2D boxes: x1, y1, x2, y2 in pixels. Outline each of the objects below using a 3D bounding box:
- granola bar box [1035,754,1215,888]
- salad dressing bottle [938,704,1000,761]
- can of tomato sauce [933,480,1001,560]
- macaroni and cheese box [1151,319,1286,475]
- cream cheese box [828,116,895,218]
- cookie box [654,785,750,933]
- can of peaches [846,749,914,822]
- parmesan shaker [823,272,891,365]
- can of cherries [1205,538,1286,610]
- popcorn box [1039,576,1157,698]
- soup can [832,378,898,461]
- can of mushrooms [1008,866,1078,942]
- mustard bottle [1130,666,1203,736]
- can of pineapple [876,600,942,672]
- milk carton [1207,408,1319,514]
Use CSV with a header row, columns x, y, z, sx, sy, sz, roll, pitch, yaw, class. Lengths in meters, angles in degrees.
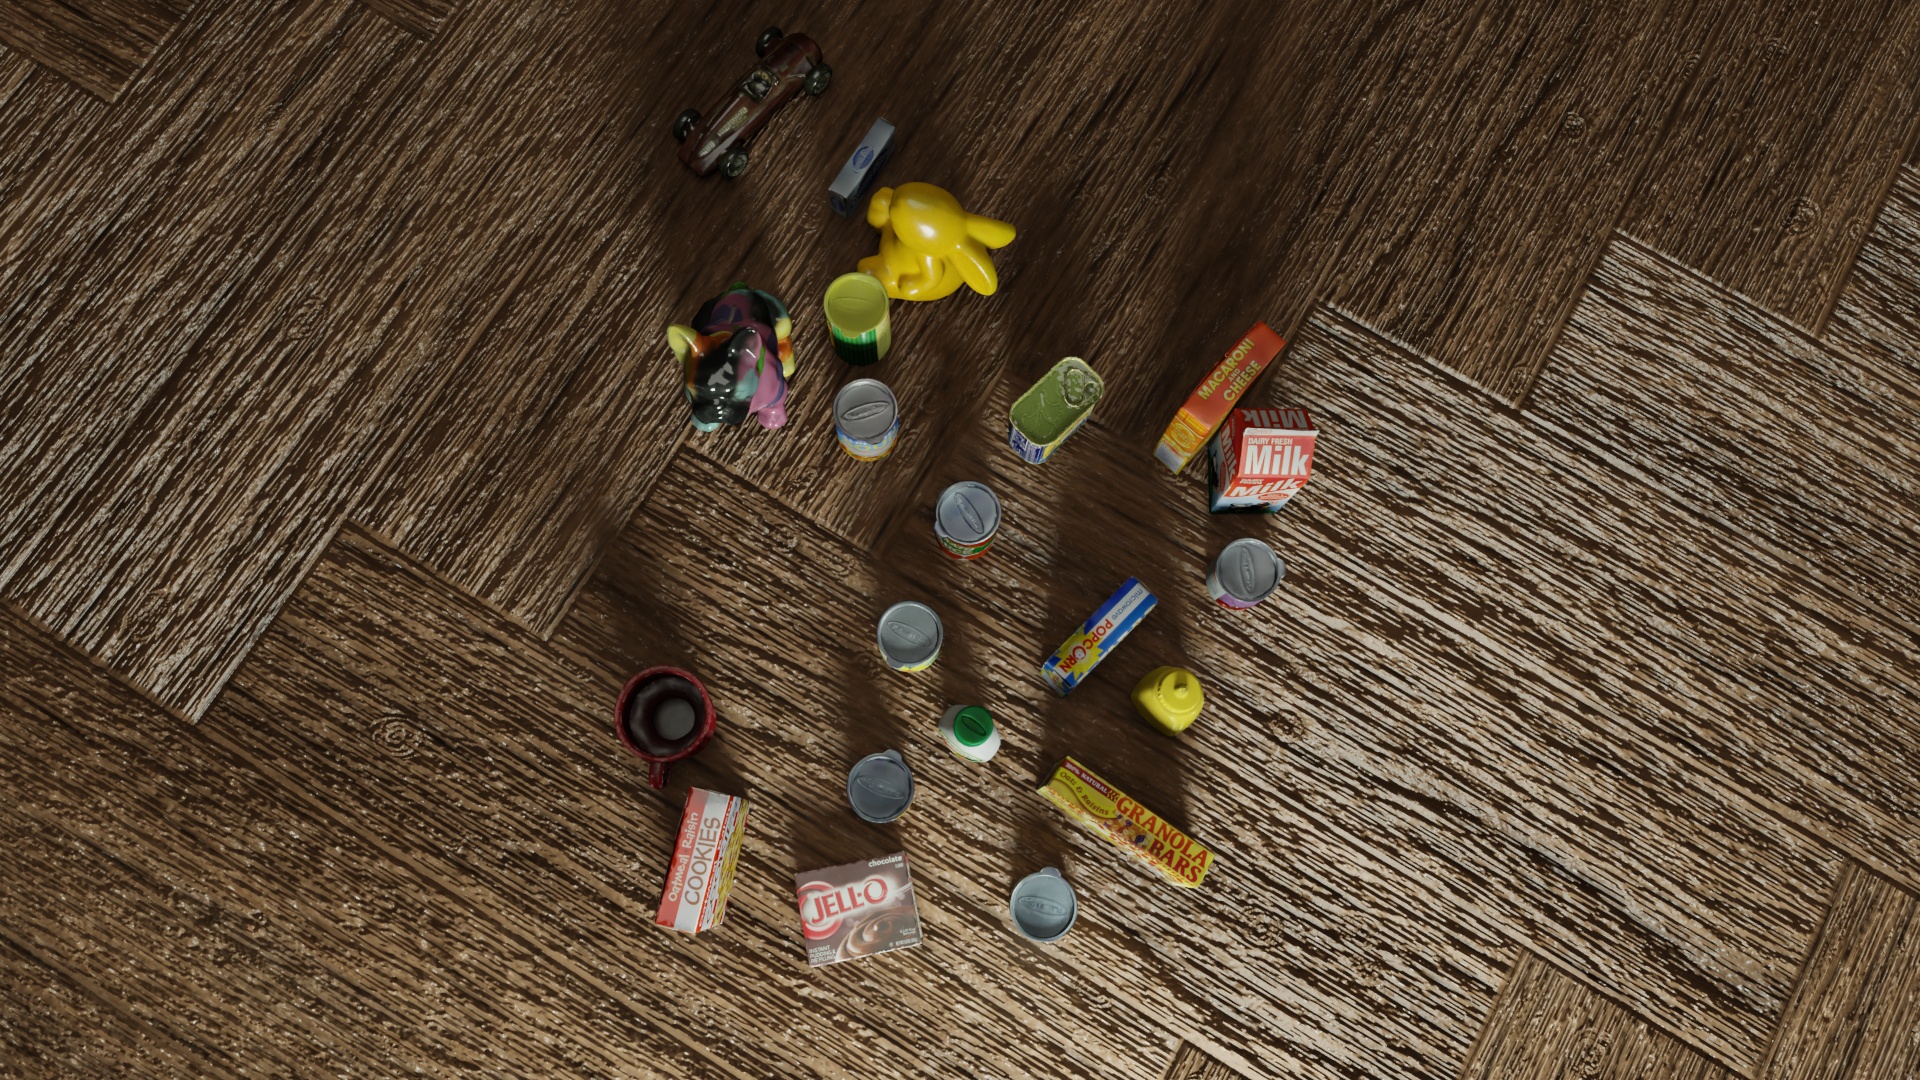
x,y,z,sx,sy,sz,roll,pitch,yaw,class
0.156,0.270,1.335,0.165,0.124,0.039,33,79,6,granola bar box
0.010,0.184,1.339,0.064,0.147,0.044,37,79,6,salad dressing bottle
0.005,-0.018,1.419,0.071,0.083,0.071,0,77,-2,can of tomato sauce
0.259,-0.143,1.414,0.040,0.166,0.124,41,79,7,macaroni and cheese box
-0.107,-0.407,1.523,0.024,0.053,0.104,31,78,5,cream cheese box
-0.238,0.296,1.294,0.040,0.167,0.123,12,77,1,cookie box
-0.077,0.242,1.368,0.071,0.058,0.071,0,77,-2,can of peaches
-0.107,-0.227,1.455,0.071,0.103,0.071,0,77,-2,parmesan shaker
0.293,0.036,1.428,0.071,0.058,0.071,0,77,-2,can of cherries
0.138,0.098,1.395,0.127,0.085,0.038,-44,82,-10,popcorn box
-0.097,-0.121,1.440,0.071,0.083,0.071,0,77,-2,soup can
0.081,0.355,1.359,0.071,0.033,0.071,0,77,-2,can of mushrooms
0.206,0.152,1.346,0.065,0.160,0.049,44,80,8,mustard bottle
-0.053,0.099,1.403,0.071,0.057,0.071,0,77,-2,can of pineapple
0.300,-0.082,1.389,0.072,0.190,0.073,1,77,-1,milk carton
